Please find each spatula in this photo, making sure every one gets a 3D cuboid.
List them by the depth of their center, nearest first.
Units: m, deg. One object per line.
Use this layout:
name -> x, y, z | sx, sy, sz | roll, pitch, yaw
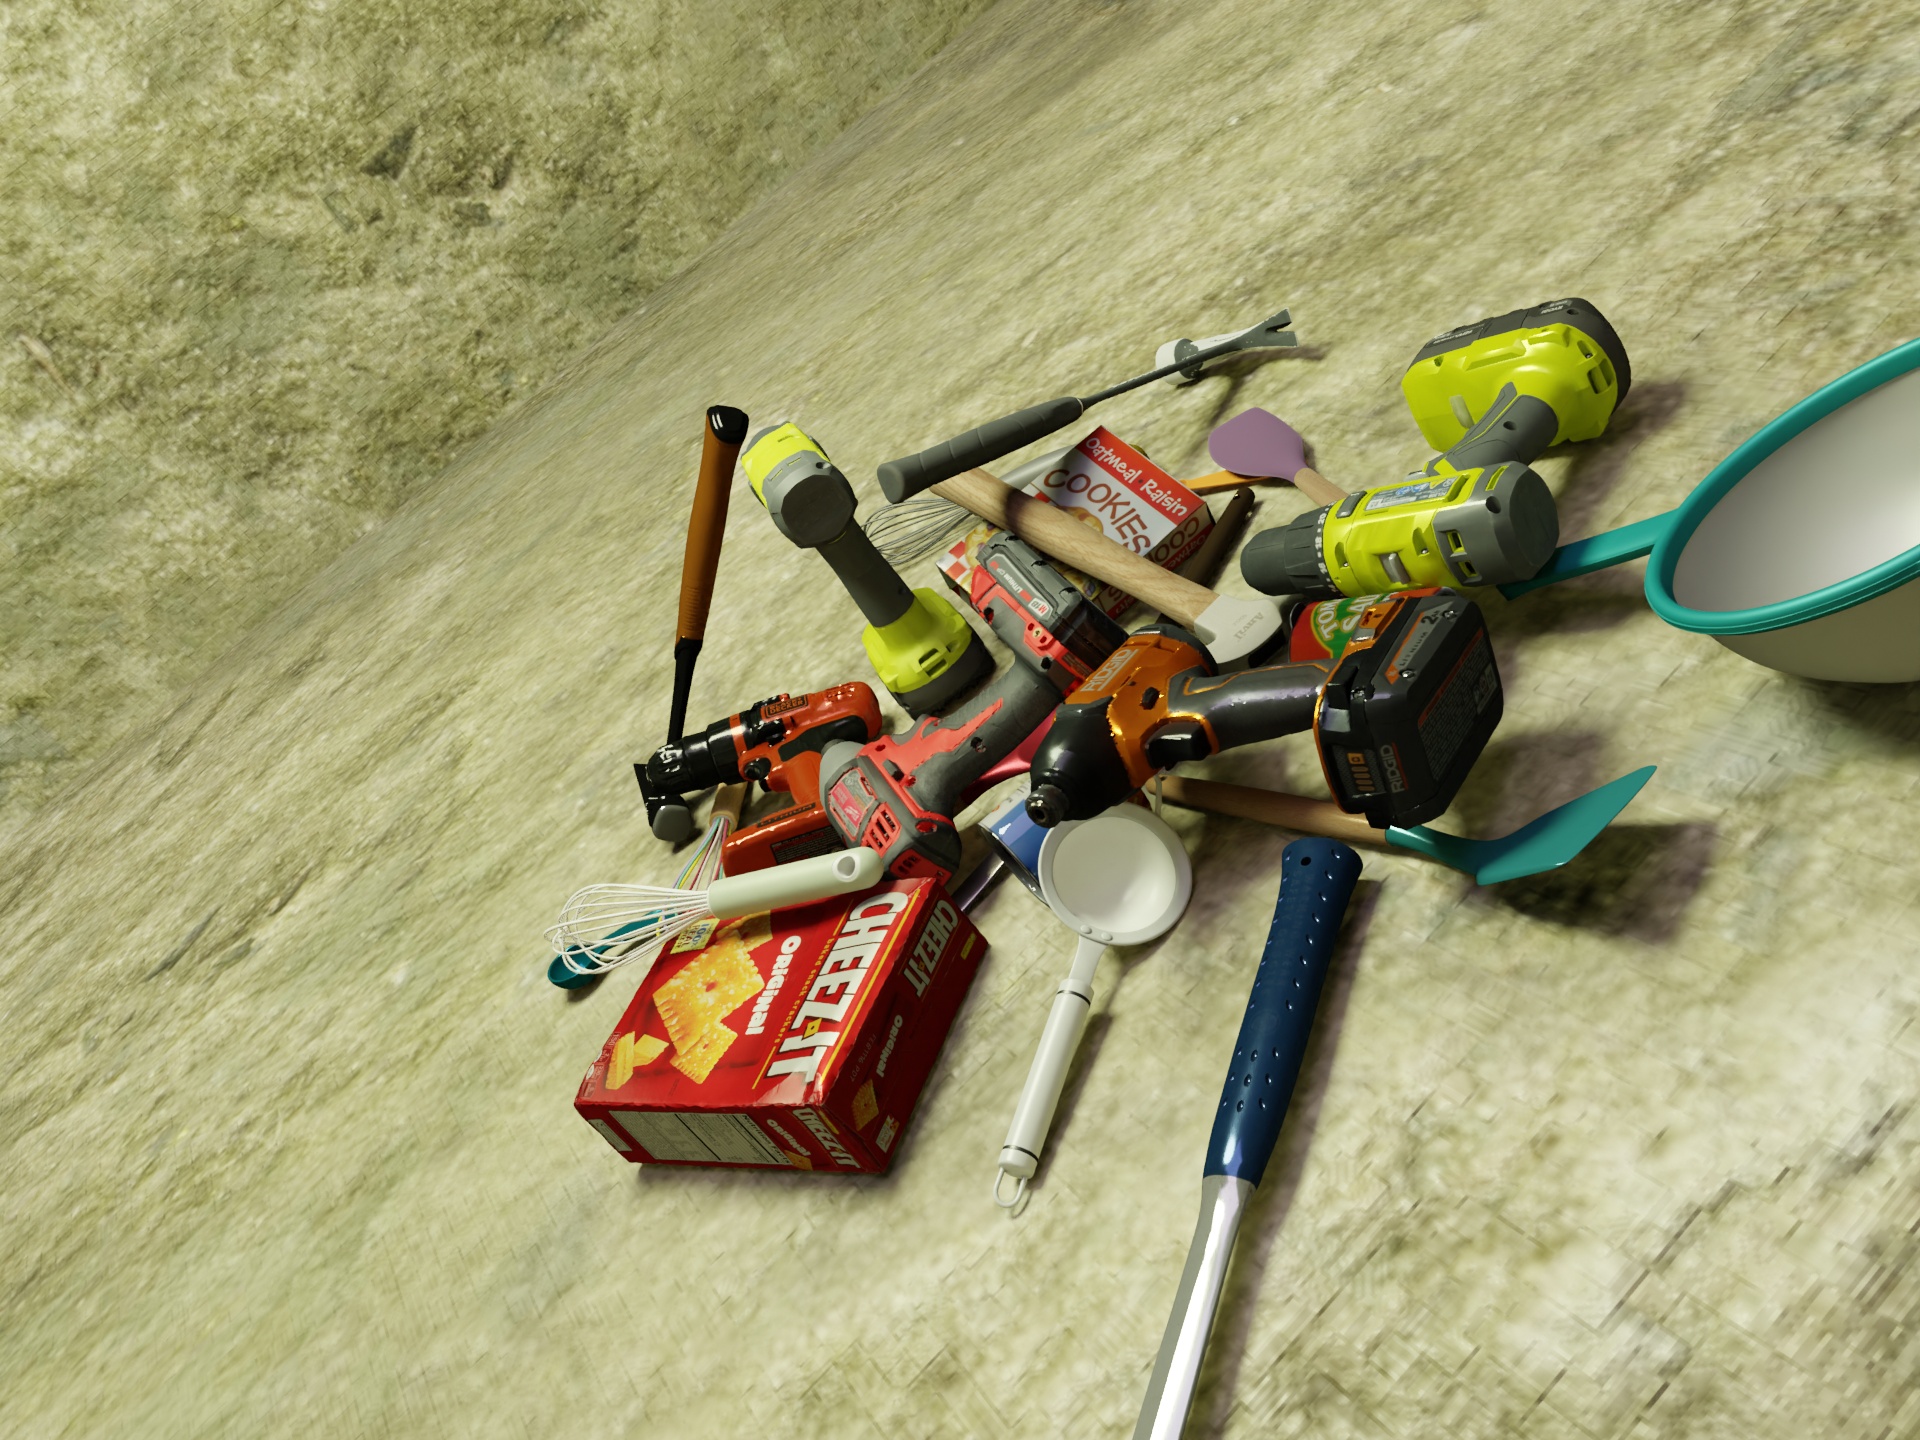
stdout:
spatula -> 0.205, 0.044, 0.834 | 0.082, 0.044, 0.318 | -37, 25, -27
spatula -> 0.245, -0.157, 1.093 | 0.060, 0.018, 0.316 | -31, 31, 1

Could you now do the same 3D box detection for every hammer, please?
hammer -> 0.120, 0.213, 0.695 | 0.144, 0.035, 0.406 | -11, 39, 39
hammer -> 0.088, -0.115, 1.097 | 0.130, 0.031, 0.332 | -43, 48, -14
hammer -> 0.094, -0.236, 1.192 | 0.409, 0.036, 0.149 | -29, 15, -37
hammer -> -0.211, -0.081, 1.249 | 0.127, 0.034, 0.336 | -129, 48, -62

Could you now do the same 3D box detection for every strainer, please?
strainer -> 0.400, -0.074, 0.764 | 0.211, 0.095, 0.340 | -47, 11, -21
strainer -> 0.063, 0.141, 0.855 | 0.087, 0.050, 0.259 | 20, 57, 5

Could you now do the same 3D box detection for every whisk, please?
whisk -> -0.155, 0.113, 0.984 | 0.246, 0.059, 0.058 | -15, 68, 24
whisk -> -0.186, 0.090, 1.193 | 0.047, 0.051, 0.245 | -32, 26, 21
whisk -> 0.009, -0.190, 1.374 | 0.239, 0.055, 0.055 | -20, 33, 21

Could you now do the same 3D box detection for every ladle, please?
ladle -> -0.019, 0.065, 1.046 | 0.315, 0.031, 0.069 | -36, 38, 14

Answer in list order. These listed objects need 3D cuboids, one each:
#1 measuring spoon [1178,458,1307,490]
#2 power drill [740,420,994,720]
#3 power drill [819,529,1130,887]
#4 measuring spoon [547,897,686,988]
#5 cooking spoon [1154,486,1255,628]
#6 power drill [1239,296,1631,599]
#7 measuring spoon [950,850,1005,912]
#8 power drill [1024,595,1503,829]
measuring spoon -> 0.205, -0.179, 1.185 | 0.117, 0.011, 0.021 | -7, 41, 37
power drill -> -0.077, -0.119, 1.184 | 0.080, 0.223, 0.171 | -37, 29, 0
power drill -> -0.002, -0.003, 1.008 | 0.219, 0.078, 0.143 | -49, 42, 7
measuring spoon -> -0.246, 0.166, 1.182 | 0.128, 0.021, 0.042 | -27, 29, 0
cooking spoon -> 0.131, -0.049, 1.070 | 0.069, 0.017, 0.319 | -3, 45, 47
power drill -> 0.287, -0.153, 0.959 | 0.190, 0.080, 0.228 | -5, 36, 49
measuring spoon -> 0.014, 0.088, 0.991 | 0.124, 0.018, 0.034 | -49, 32, -6
power drill -> 0.146, 0.005, 0.829 | 0.226, 0.084, 0.164 | -3, 29, 40
